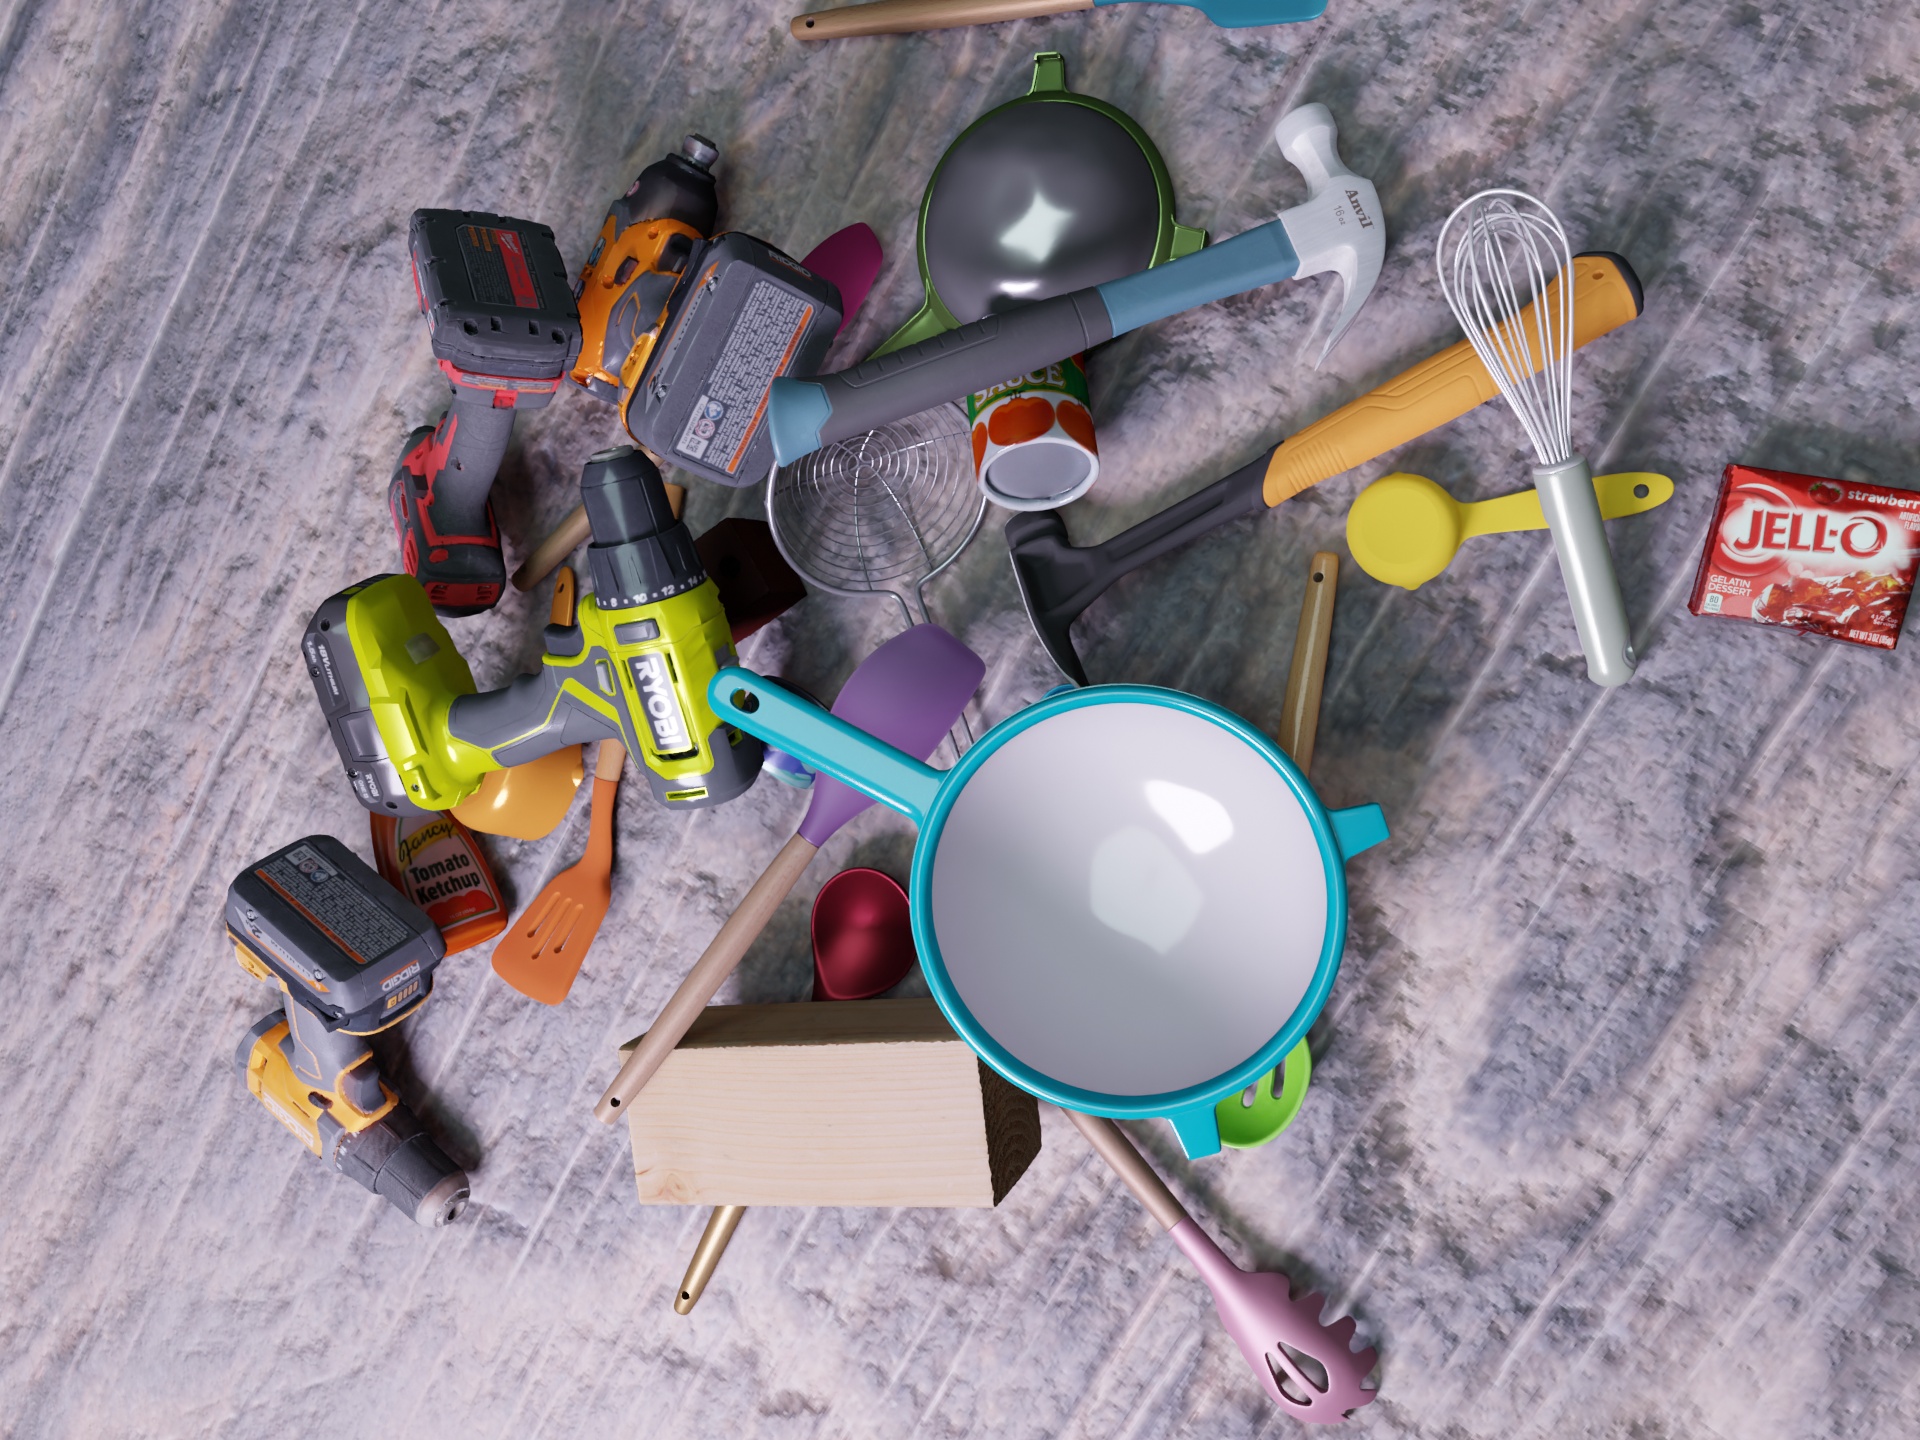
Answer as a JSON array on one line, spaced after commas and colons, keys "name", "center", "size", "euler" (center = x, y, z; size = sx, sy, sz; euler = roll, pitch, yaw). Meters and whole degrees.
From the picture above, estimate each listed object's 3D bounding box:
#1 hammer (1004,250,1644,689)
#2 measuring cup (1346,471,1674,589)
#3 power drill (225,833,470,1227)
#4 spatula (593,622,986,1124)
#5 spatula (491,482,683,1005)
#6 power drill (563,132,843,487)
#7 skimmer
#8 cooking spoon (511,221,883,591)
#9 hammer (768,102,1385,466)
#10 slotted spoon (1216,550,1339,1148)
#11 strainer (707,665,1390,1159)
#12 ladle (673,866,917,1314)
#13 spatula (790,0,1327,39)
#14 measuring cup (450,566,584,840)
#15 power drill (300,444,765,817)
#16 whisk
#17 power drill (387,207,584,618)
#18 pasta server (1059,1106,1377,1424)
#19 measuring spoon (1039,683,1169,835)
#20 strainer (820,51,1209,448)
[{"name": "hammer", "center": [0.182, -0.130, 0.803], "size": [0.337, 0.034, 0.127], "euler": [-28, 51, 15]}, {"name": "measuring cup", "center": [0.270, -0.104, 0.790], "size": [0.156, 0.029, 0.062], "euler": [-8, 88, 23]}, {"name": "power drill", "center": [-0.371, 0.203, 0.981], "size": [0.185, 0.084, 0.226], "euler": [34, 131, 18]}, {"name": "spatula", "center": [-0.098, 0.082, 0.842], "size": [0.060, 0.018, 0.316], "euler": [36, 90, -3]}, {"name": "spatula", "center": [-0.218, 0.011, 0.974], "size": [0.081, 0.041, 0.322], "euler": [18, 96, 41]}, {"name": "power drill", "center": [-0.151, -0.235, 0.880], "size": [0.164, 0.084, 0.227], "euler": [-62, 37, 12]}, {"name": "skimmer", "center": [-0.001, -0.003, 0.865], "size": [0.127, 0.090, 0.363], "euler": [-19, 86, -9]}, {"name": "cooking spoon", "center": [-0.165, -0.180, 0.956], "size": [0.319, 0.017, 0.069], "euler": [-39, 55, 20]}, {"name": "hammer", "center": [0.058, -0.201, 0.797], "size": [0.331, 0.033, 0.128], "euler": [-20, 78, -5]}, {"name": "slotted spoon", "center": [0.169, 0.067, 0.835], "size": [0.070, 0.031, 0.314], "euler": [10, 93, 31]}, {"name": "strainer", "center": [0.030, 0.057, 0.816], "size": [0.340, 0.095, 0.211], "euler": [27, 97, 9]}, {"name": "ladle", "center": [-0.104, 0.224, 0.943], "size": [0.069, 0.031, 0.315], "euler": [30, 103, 17]}, {"name": "spatula", "center": [0.045, -0.399, 0.865], "size": [0.317, 0.044, 0.082], "euler": [2, 95, 22]}, {"name": "measuring cup", "center": [-0.274, -0.014, 0.979], "size": [0.095, 0.052, 0.174], "euler": [4, 84, 42]}, {"name": "power drill", "center": [-0.232, -0.039, 0.862], "size": [0.228, 0.080, 0.190], "euler": [-8, 109, 18]}, {"name": "whisk", "center": [0.278, -0.128, 0.747], "size": [0.059, 0.058, 0.246], "euler": [-9, 110, 38]}, {"name": "power drill", "center": [-0.293, -0.182, 0.940], "size": [0.219, 0.078, 0.143], "euler": [-60, 42, 42]}, {"name": "pasta server", "center": [0.102, 0.250, 0.866], "size": [0.060, 0.040, 0.316], "euler": [-47, 71, 15]}, {"name": "measuring spoon", "center": [0.094, 0.029, 0.872], "size": [0.128, 0.021, 0.042], "euler": [43, 104, 6]}, {"name": "strainer", "center": [-0.004, -0.241, 0.872], "size": [0.256, 0.069, 0.151], "euler": [-39, 78, 16]}]
